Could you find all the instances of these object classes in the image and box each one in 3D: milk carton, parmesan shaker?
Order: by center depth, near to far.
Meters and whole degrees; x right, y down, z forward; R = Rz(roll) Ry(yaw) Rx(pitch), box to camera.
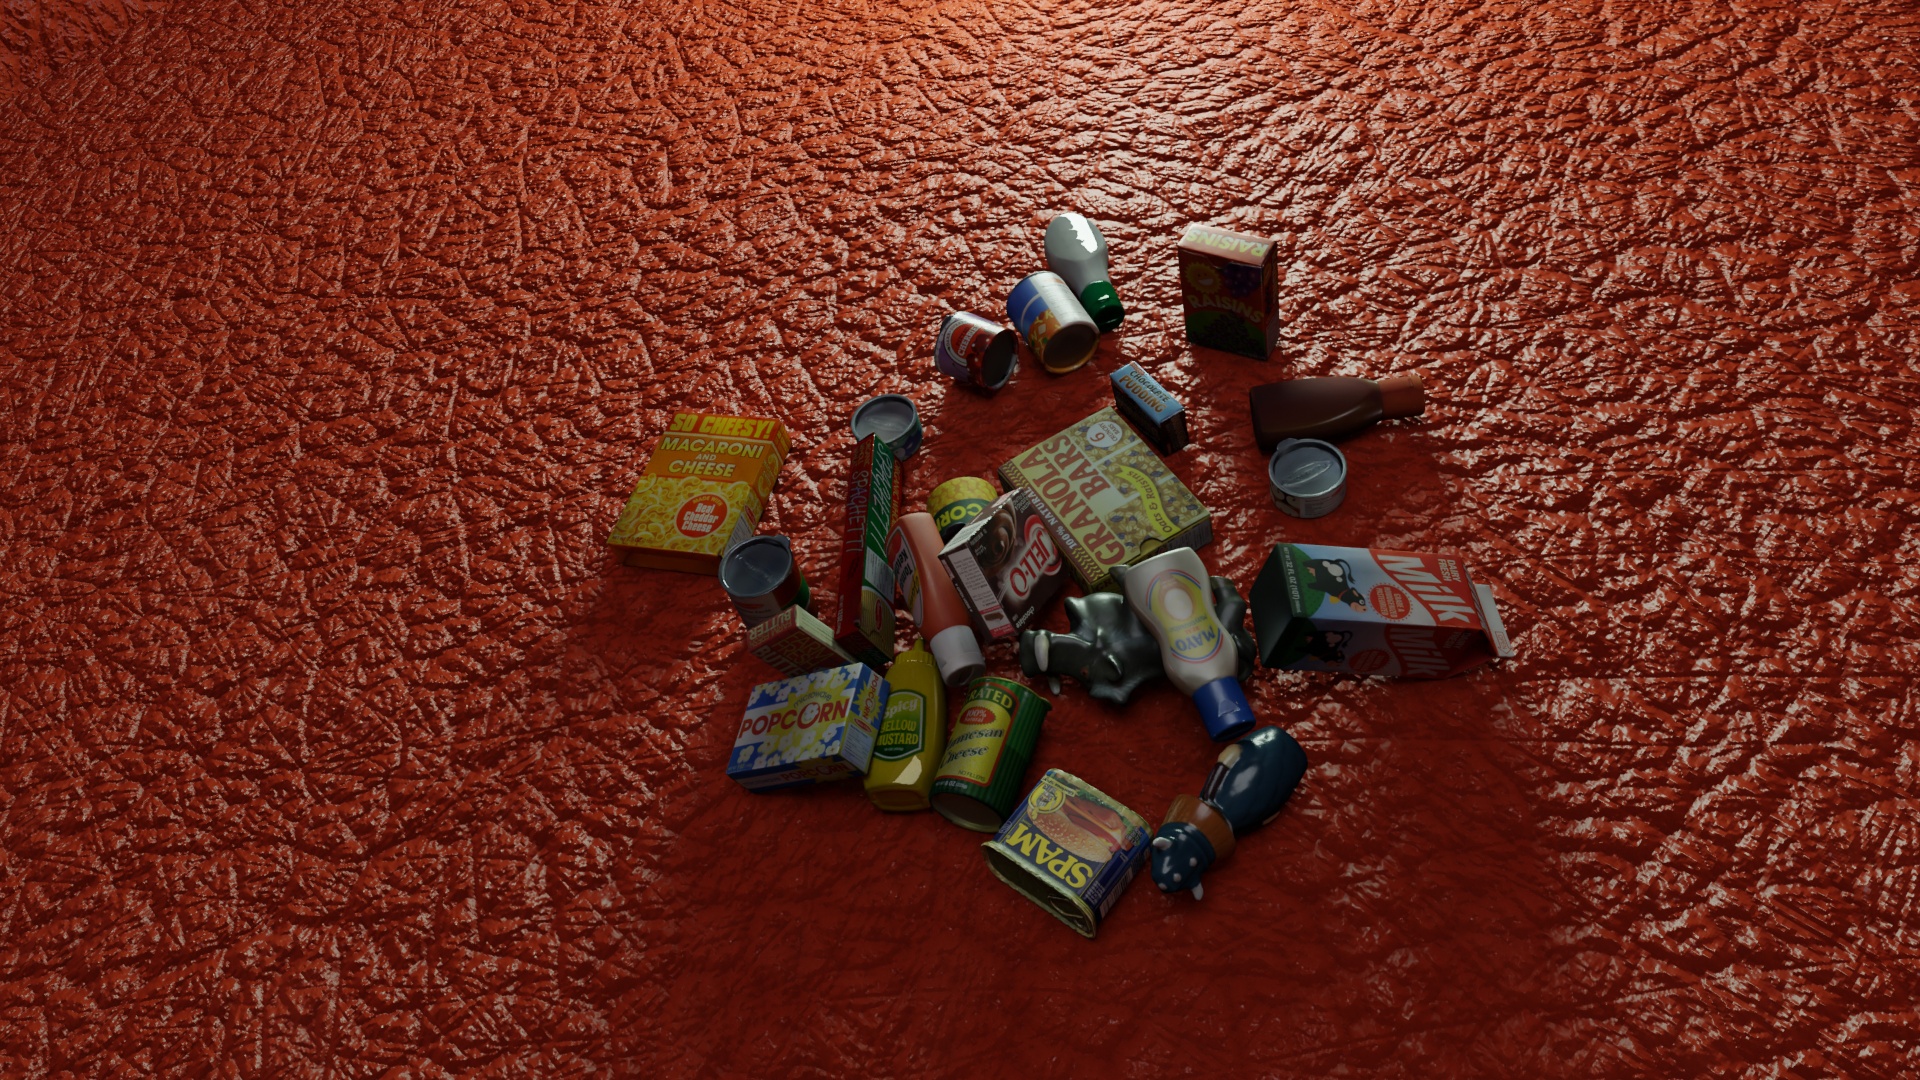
[{"bbox_3d":[0.329,0.056,1.072,0.191,0.073,0.073,4,51,-8],"label":"milk carton"},{"bbox_3d":[0.024,0.167,1.084,0.071,0.071,0.103,9,55,21],"label":"parmesan shaker"}]

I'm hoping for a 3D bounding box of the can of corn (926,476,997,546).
[{"bbox_3d":[0.004,-0.015,1.232,0.071,0.070,0.058,-15,50,3],"label":"can of corn"}]

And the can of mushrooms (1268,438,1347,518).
[{"bbox_3d":[0.302,-0.055,1.212,0.071,0.033,0.071,-7,52,9],"label":"can of mushrooms"}]

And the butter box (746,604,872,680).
[{"bbox_3d":[-0.124,0.094,1.151,0.053,0.103,0.024,-29,47,21],"label":"butter box"}]

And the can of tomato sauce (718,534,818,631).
[{"bbox_3d":[-0.166,0.045,1.220,0.071,0.082,0.071,-7,51,9],"label":"can of tomato sauce"}]

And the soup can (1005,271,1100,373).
[{"bbox_3d":[0.090,-0.213,1.373,0.071,0.071,0.084,-24,51,-5],"label":"soup can"}]

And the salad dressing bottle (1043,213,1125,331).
[{"bbox_3d":[0.129,-0.275,1.425,0.064,0.043,0.148,-17,51,-1],"label":"salad dressing bottle"}]

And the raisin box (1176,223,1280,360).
[{"bbox_3d":[0.253,-0.233,1.307,0.086,0.122,0.040,20,60,27],"label":"raisin box"}]

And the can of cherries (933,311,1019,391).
[{"bbox_3d":[0.015,-0.187,1.365,0.058,0.071,0.072,25,62,29],"label":"can of cherries"}]

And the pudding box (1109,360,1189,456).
[{"bbox_3d":[0.175,-0.123,1.287,0.030,0.049,0.084,-31,52,-9],"label":"pudding box"}]

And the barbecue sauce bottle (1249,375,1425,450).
[{"bbox_3d":[0.338,-0.120,1.248,0.148,0.043,0.065,-8,51,8],"label":"barbecue sauce bottle"}]

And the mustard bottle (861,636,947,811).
[{"bbox_3d":[-0.042,0.141,1.134,0.065,0.048,0.161,-6,50,14],"label":"mustard bottle"}]

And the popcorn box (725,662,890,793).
[{"bbox_3d":[-0.124,0.153,1.124,0.126,0.038,0.085,-15,45,34],"label":"popcorn box"}]

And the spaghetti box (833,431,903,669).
[{"bbox_3d":[-0.079,0.003,1.231,0.028,0.050,0.251,-26,39,23],"label":"spaghetti box"}]

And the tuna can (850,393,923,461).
[{"bbox_3d":[-0.072,-0.106,1.348,0.071,0.032,0.071,-7,51,9],"label":"tuna can"}]

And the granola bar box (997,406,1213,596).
[{"bbox_3d":[0.127,-0.034,1.236,0.124,0.039,0.166,-30,51,-9],"label":"granola bar box"}]

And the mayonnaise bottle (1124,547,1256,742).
[{"bbox_3d":[0.178,0.080,1.054,0.065,0.041,0.148,-21,62,-1],"label":"mayonnaise bottle"}]

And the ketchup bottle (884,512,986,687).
[{"bbox_3d":[-0.020,0.051,1.159,0.043,0.064,0.149,-8,55,-23],"label":"ketchup bottle"}]

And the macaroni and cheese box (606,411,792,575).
[{"bbox_3d":[-0.250,-0.047,1.342,0.124,0.040,0.167,6,55,19],"label":"macaroni and cheese box"}]
